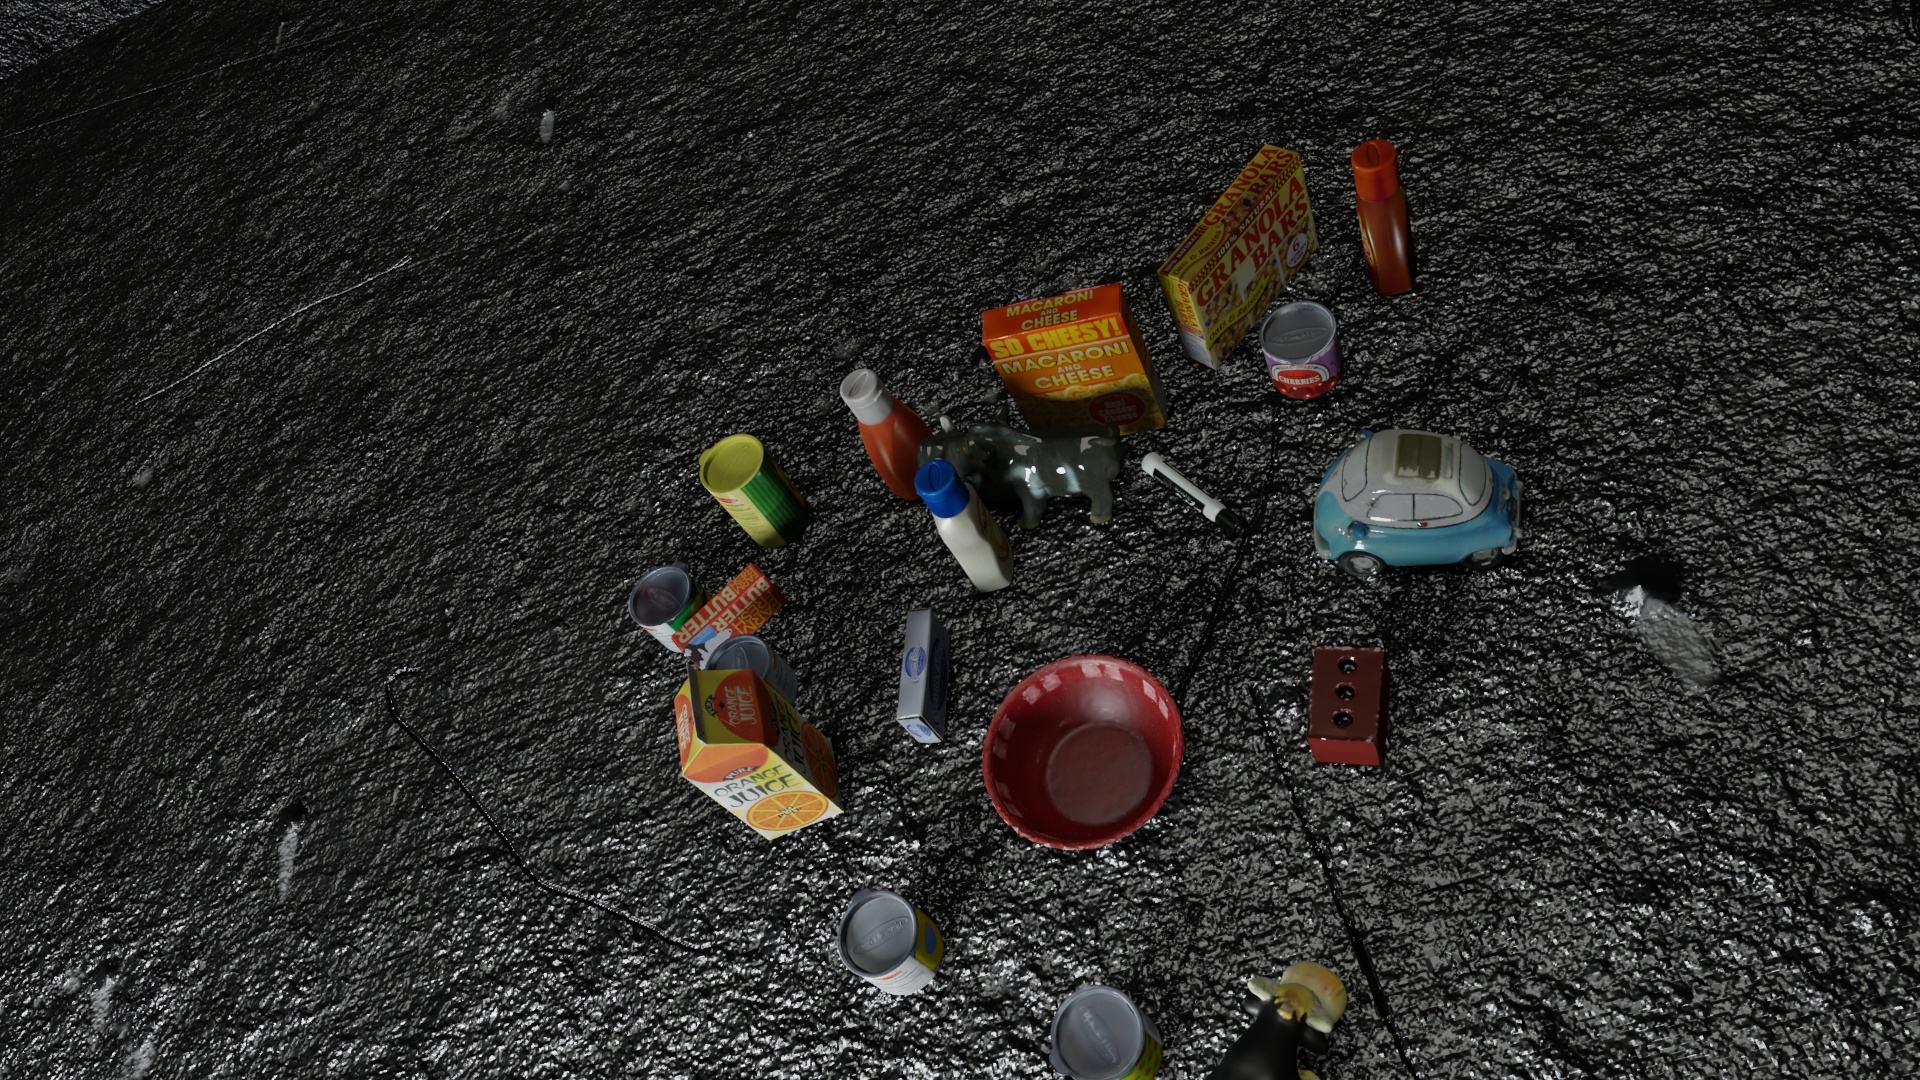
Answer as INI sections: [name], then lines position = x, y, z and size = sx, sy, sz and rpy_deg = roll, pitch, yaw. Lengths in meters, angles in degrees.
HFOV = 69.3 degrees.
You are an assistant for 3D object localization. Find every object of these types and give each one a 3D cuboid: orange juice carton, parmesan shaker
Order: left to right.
[orange juice carton]
position = -0.170, 0.168, 1.122
size = 0.073, 0.192, 0.072
rpy_deg = -22, 53, 9
[parmesan shaker]
position = -0.197, -0.047, 1.330
size = 0.071, 0.102, 0.071
rpy_deg = -11, 56, 17

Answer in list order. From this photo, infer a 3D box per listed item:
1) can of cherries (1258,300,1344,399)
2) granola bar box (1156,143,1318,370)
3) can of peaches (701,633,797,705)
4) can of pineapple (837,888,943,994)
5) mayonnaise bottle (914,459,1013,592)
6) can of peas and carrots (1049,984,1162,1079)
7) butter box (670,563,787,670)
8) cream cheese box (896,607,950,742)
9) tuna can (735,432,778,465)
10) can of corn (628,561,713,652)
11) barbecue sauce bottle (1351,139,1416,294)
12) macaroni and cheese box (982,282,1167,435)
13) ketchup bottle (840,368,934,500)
[can of cherries]
position = 0.300, -0.165, 1.221
size = 0.071, 0.058, 0.072
rpy_deg = -11, 55, 17
[granola bar box]
position = 0.253, -0.256, 1.258
size = 0.039, 0.123, 0.166
rpy_deg = 31, 75, 35
[can of peaches]
position = -0.189, 0.126, 1.243
size = 0.071, 0.058, 0.071
rpy_deg = -11, 55, 17
[can of pineapple]
position = -0.053, 0.307, 1.066
size = 0.071, 0.057, 0.071
rpy_deg = -11, 55, 17
[mayonnaise bottle]
position = 0.004, -0.015, 1.194
size = 0.041, 0.147, 0.065
rpy_deg = -16, 54, 14
[can of peas and carrots]
position = 0.101, 0.353, 0.970
size = 0.071, 0.058, 0.071
rpy_deg = -11, 55, 17
[butter box]
position = -0.214, 0.073, 1.291
size = 0.103, 0.053, 0.024
rpy_deg = -43, 53, -7
[cream cheese box]
position = -0.030, 0.115, 1.184
size = 0.024, 0.053, 0.104
rpy_deg = -8, 56, 19
[tuna can]
position = -0.218, -0.071, 1.399
size = 0.071, 0.032, 0.071
rpy_deg = -11, 55, 17
[can of corn]
position = -0.269, 0.063, 1.318
size = 0.071, 0.058, 0.071
rpy_deg = -11, 55, 17
[barbecue sauce bottle]
position = 0.369, -0.284, 1.211
size = 0.043, 0.148, 0.065
rpy_deg = -11, 56, 17
[macaroni and cheese box]
position = 0.103, -0.151, 1.229
size = 0.123, 0.166, 0.040
rpy_deg = -9, 56, 18
[ketchup bottle]
position = -0.063, -0.100, 1.278
size = 0.043, 0.148, 0.065
rpy_deg = 18, 68, 32
